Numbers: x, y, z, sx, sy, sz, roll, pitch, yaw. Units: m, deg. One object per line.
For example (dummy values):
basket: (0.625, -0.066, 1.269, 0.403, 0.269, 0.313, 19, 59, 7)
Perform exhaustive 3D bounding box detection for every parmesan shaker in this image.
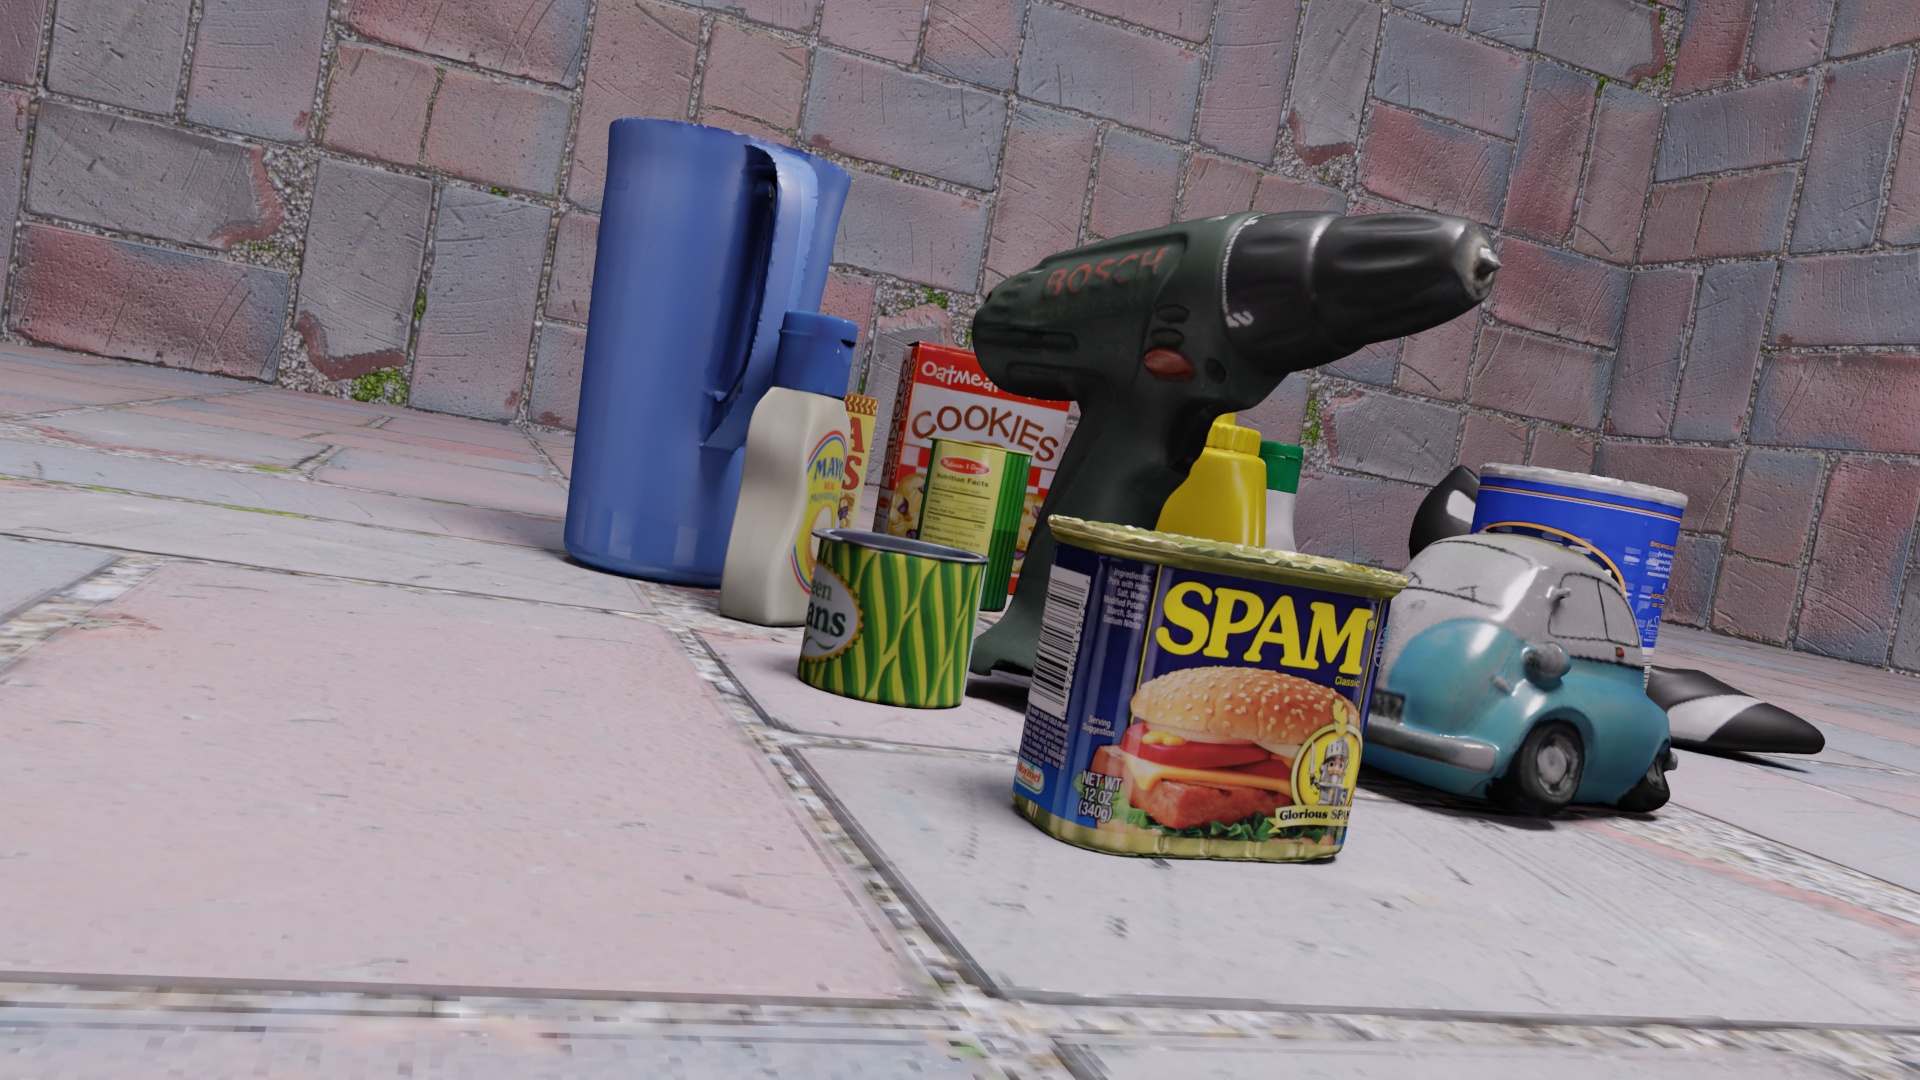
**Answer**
parmesan shaker: (0.003, -0.011, 0.895, 0.071, 0.103, 0.071, 10, 3, 0)

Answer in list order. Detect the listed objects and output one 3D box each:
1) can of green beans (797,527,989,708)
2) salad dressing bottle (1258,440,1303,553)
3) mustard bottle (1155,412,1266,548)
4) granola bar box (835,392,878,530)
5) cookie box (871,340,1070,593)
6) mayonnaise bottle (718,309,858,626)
can of green beans: (-0.026, 0.029, 0.536, 0.071, 0.057, 0.071, 10, 3, 0)
salad dressing bottle: (0.242, -0.004, 1.105, 0.064, 0.147, 0.044, 9, 3, -21)
mustard bottle: (0.115, -0.005, 0.655, 0.065, 0.160, 0.049, 11, 3, 14)
granola bar box: (-0.147, -0.053, 0.969, 0.166, 0.124, 0.039, 8, 4, -34)
cookie box: (0.008, -0.050, 1.005, 0.123, 0.167, 0.040, 9, 3, -21)
mayonnaise bottle: (-0.079, -0.034, 0.668, 0.041, 0.148, 0.065, 11, 3, 20)
